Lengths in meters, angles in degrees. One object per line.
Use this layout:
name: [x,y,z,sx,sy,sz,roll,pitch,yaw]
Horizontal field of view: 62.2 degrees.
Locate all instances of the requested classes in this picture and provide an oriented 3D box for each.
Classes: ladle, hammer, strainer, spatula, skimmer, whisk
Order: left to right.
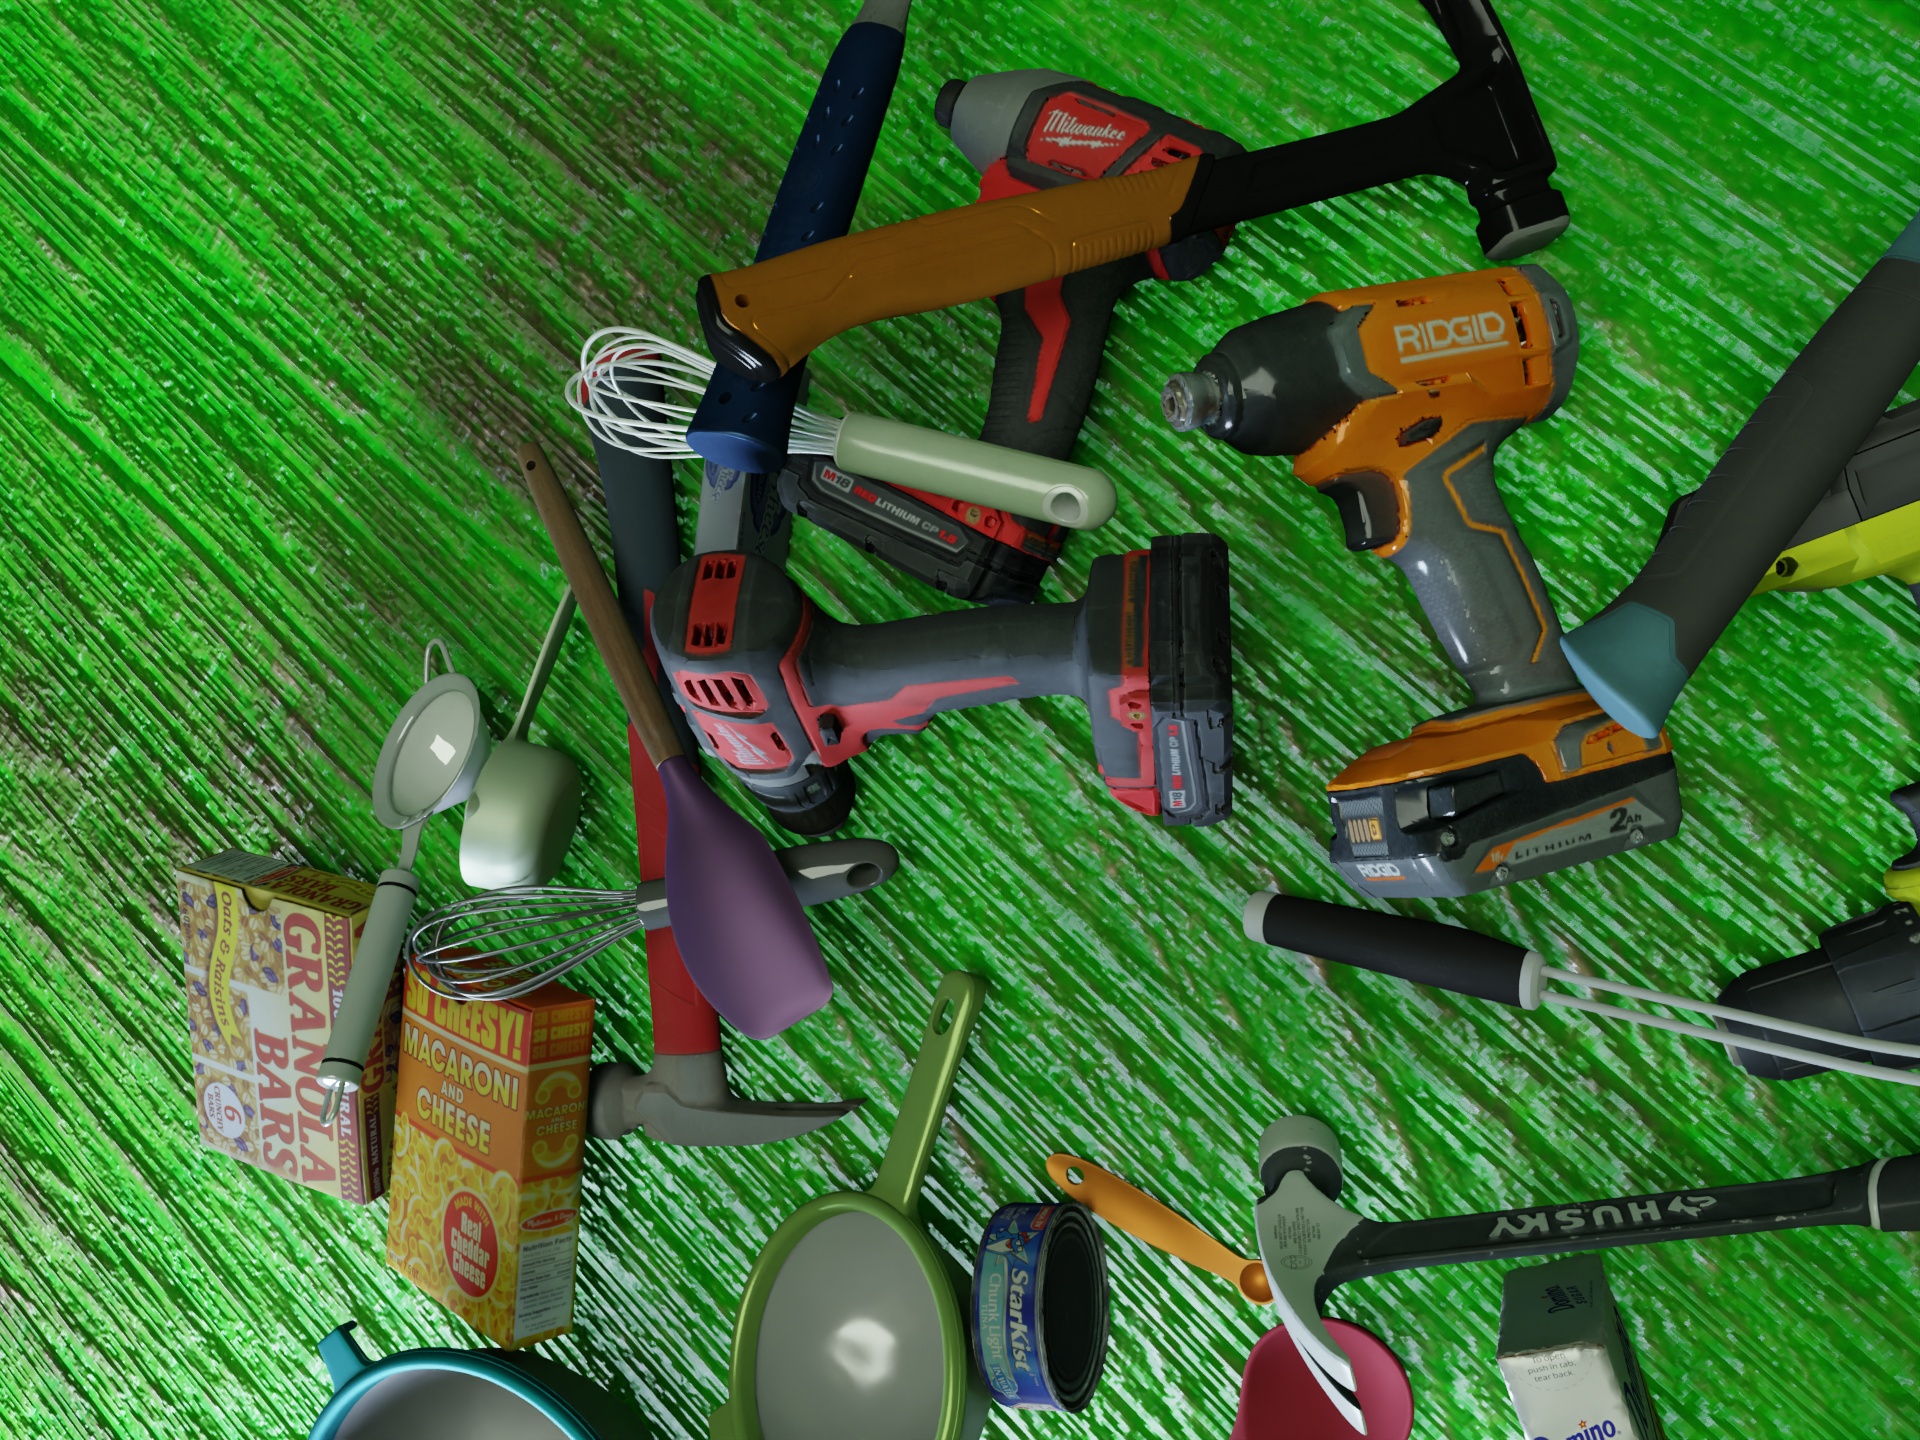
strainer: [-0.273,0.075,0.782,0.087,0.050,0.259,-20,48,33]
strainer: [-0.156,0.402,0.766,0.340,0.095,0.211,6,97,19]
spatula: [-0.144,-0.001,0.728,0.060,0.018,0.316,-30,71,8]
whisk: [-0.143,0.088,0.732,0.239,0.055,0.055,-12,87,9]
hammer: [-0.131,0.011,0.772,0.143,0.038,0.386,-5,90,20]
whisk: [-0.053,-0.117,0.653,0.246,0.059,0.057,16,129,16]
hammer: [-0.037,-0.292,0.659,0.144,0.035,0.406,11,75,23]
strainer: [-0.019,0.243,0.725,0.151,0.069,0.256,11,81,47]
hammer: [0.062,-0.201,0.605,0.337,0.034,0.127,-18,84,-10]
ladle: [0.086,0.373,0.704,0.069,0.031,0.315,43,108,18]
skimmer: [0.247,0.111,0.546,0.363,0.090,0.127,10,106,39]
hammer: [0.310,0.173,0.567,0.409,0.149,0.036,-11,109,15]
hammer: [0.307,-0.135,0.526,0.128,0.033,0.331,35,86,41]

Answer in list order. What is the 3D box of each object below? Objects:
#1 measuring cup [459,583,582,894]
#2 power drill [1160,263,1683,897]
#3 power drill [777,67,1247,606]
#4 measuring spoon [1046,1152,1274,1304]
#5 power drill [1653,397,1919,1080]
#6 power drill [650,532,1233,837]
measuring cup: [-0.201,0.006,0.792,0.038,0.083,0.167,17,83,3]
power drill: [0.169,-0.052,0.595,0.164,0.084,0.226,-12,87,-18]
power drill: [0.016,-0.170,0.690,0.143,0.078,0.219,30,99,18]
measuring spoon: [0.090,0.223,0.708,0.117,0.011,0.021,25,100,23]
power drill: [0.339,0.010,0.567,0.190,0.080,0.228,-22,86,21]
power drill: [-0.001,-0.002,0.668,0.226,0.187,0.080,-1,61,9]
